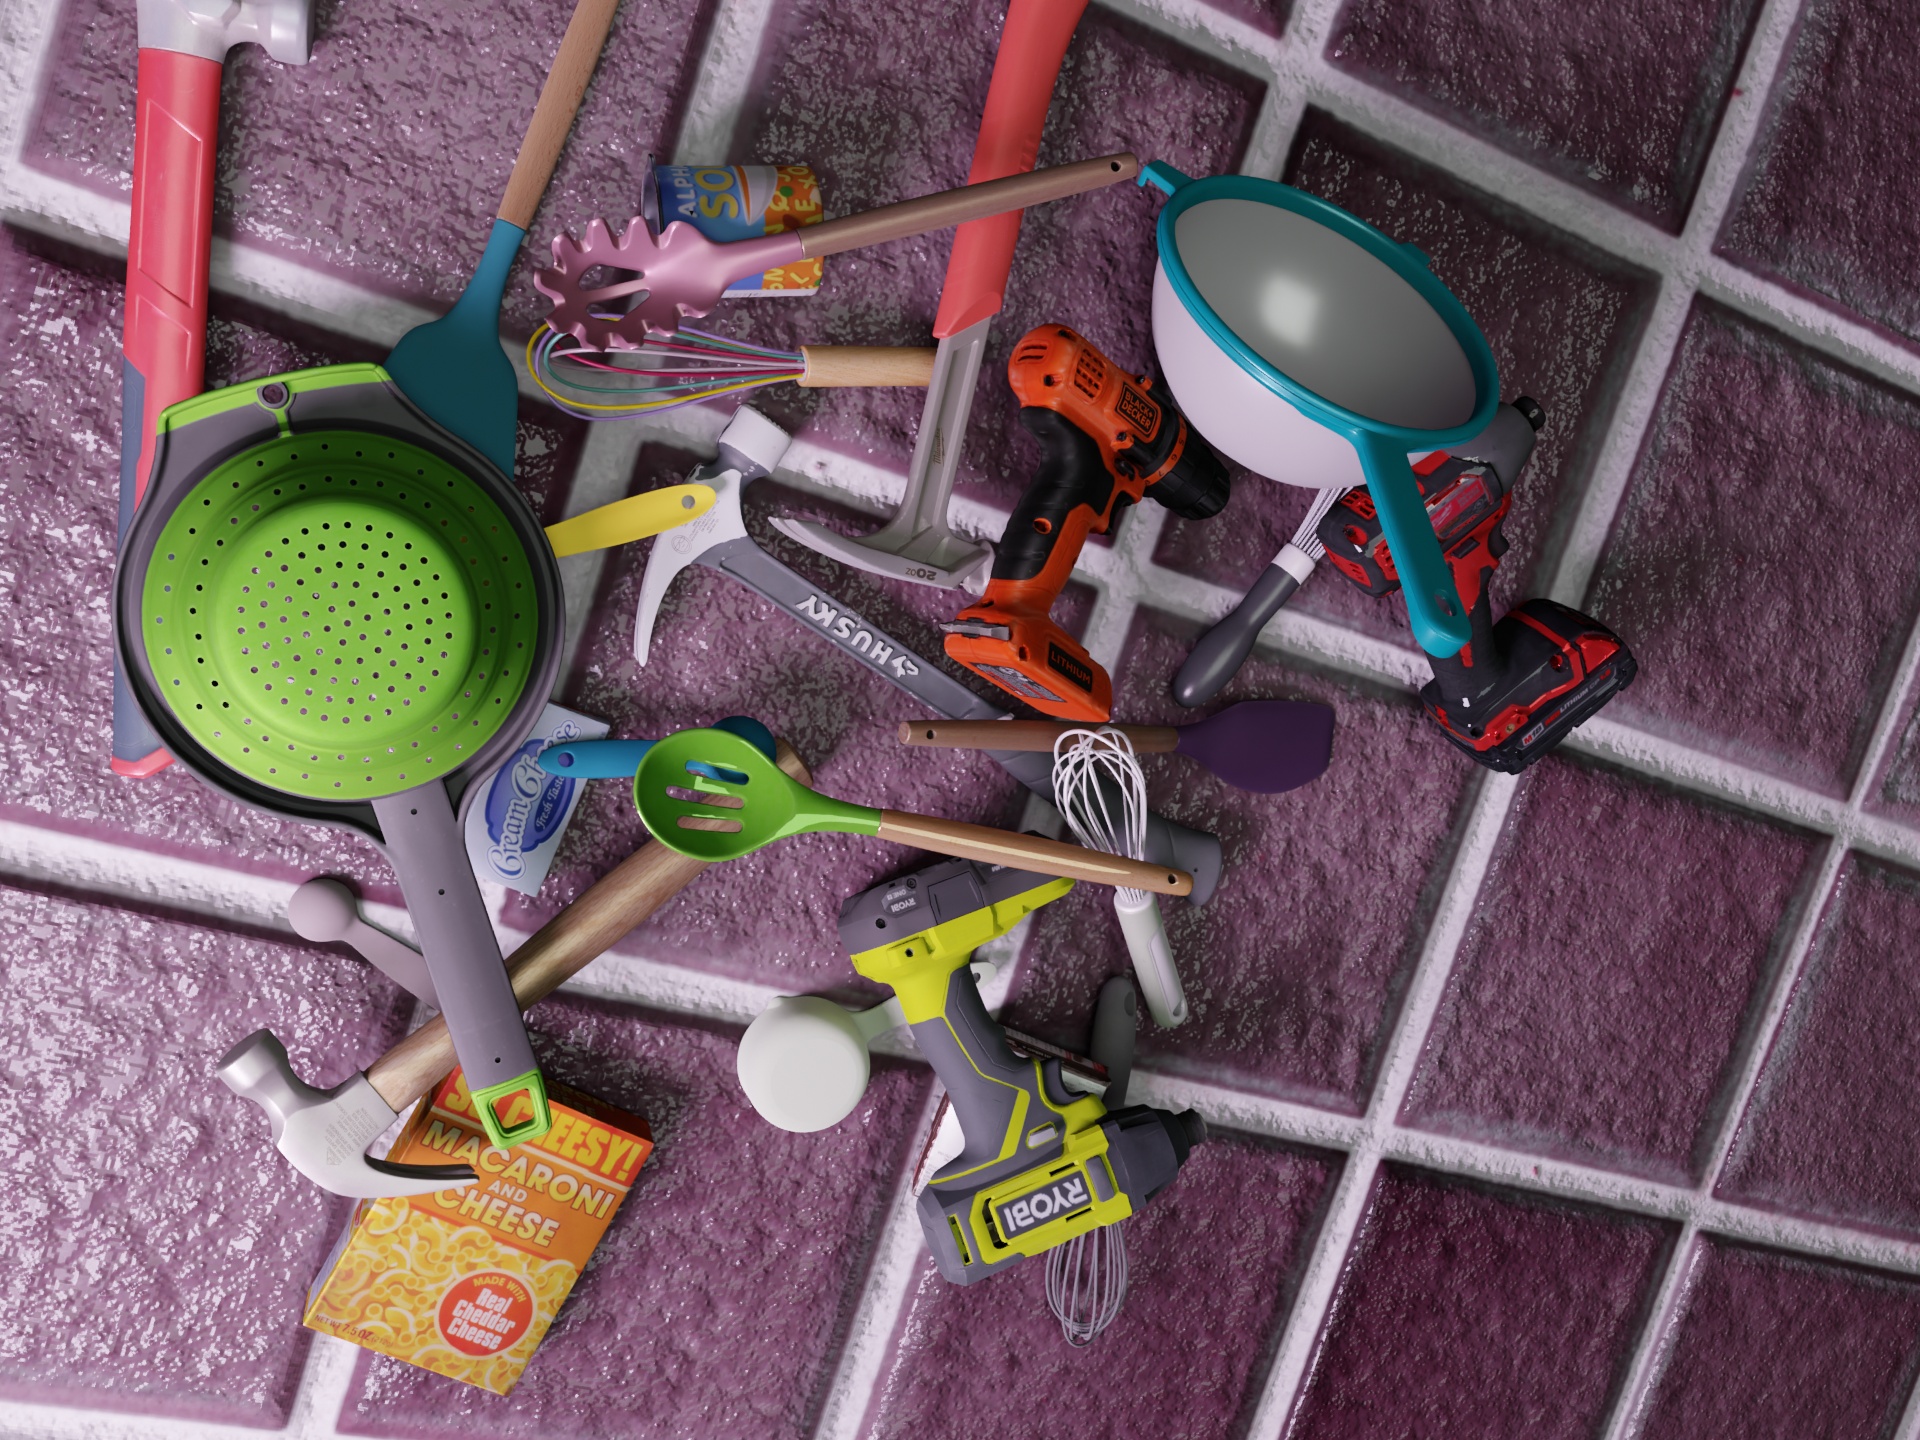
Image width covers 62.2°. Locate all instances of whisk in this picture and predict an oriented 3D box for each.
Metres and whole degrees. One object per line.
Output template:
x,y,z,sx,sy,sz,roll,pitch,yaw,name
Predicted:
0.089,0.278,1.003,0.055,0.055,0.239,5,95,-19,whisk
0.223,-0.119,0.963,0.070,0.070,0.284,37,93,-21,whisk
0.102,0.099,0.939,0.058,0.059,0.246,-48,135,-32,whisk
-0.104,-0.191,0.836,0.245,0.047,0.051,-6,138,-27,whisk

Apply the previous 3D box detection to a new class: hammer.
-0.398,-0.164,0.760,0.143,0.038,0.386,5,99,-18,hammer
-0.001,-0.003,0.922,0.408,0.036,0.149,35,90,-21,hammer
0.004,-0.252,0.849,0.149,0.037,0.359,13,91,-37,hammer
-0.212,0.124,0.849,0.331,0.031,0.130,-39,108,-18,hammer

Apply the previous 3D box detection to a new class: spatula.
0.104,0.013,0.938,0.315,0.018,0.060,3,97,-31,spatula
-0.212,-0.272,0.796,0.082,0.044,0.317,21,93,-23,spatula

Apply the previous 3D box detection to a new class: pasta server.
-0.053,-0.242,0.786,0.316,0.040,0.060,-18,103,-14,pasta server

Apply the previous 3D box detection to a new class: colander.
-0.261,0.031,0.746,0.204,0.094,0.397,-19,102,-18,colander

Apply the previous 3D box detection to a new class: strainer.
0.191,-0.149,0.849,0.211,0.341,0.095,10,141,-22,strainer

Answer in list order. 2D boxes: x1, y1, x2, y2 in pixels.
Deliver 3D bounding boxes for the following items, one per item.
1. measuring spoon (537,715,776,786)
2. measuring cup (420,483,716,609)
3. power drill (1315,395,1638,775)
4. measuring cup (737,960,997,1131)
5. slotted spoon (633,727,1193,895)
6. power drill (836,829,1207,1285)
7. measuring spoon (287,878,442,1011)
-0.160,0.018,0.851,0.128,0.021,0.042,-2,78,-20,measuring spoon
-0.204,-0.097,0.834,0.156,0.029,0.062,-18,105,-9,measuring cup
0.315,-0.083,0.953,0.143,0.079,0.219,-40,124,0,power drill
-0.050,0.186,0.940,0.167,0.038,0.083,-24,107,-10,measuring cup
-0.020,0.062,0.861,0.313,0.031,0.070,12,76,-13,slotted spoon
0.034,0.183,0.909,0.171,0.080,0.223,-19,86,-15,power drill
-0.306,0.130,0.857,0.124,0.018,0.034,41,86,-21,measuring spoon
